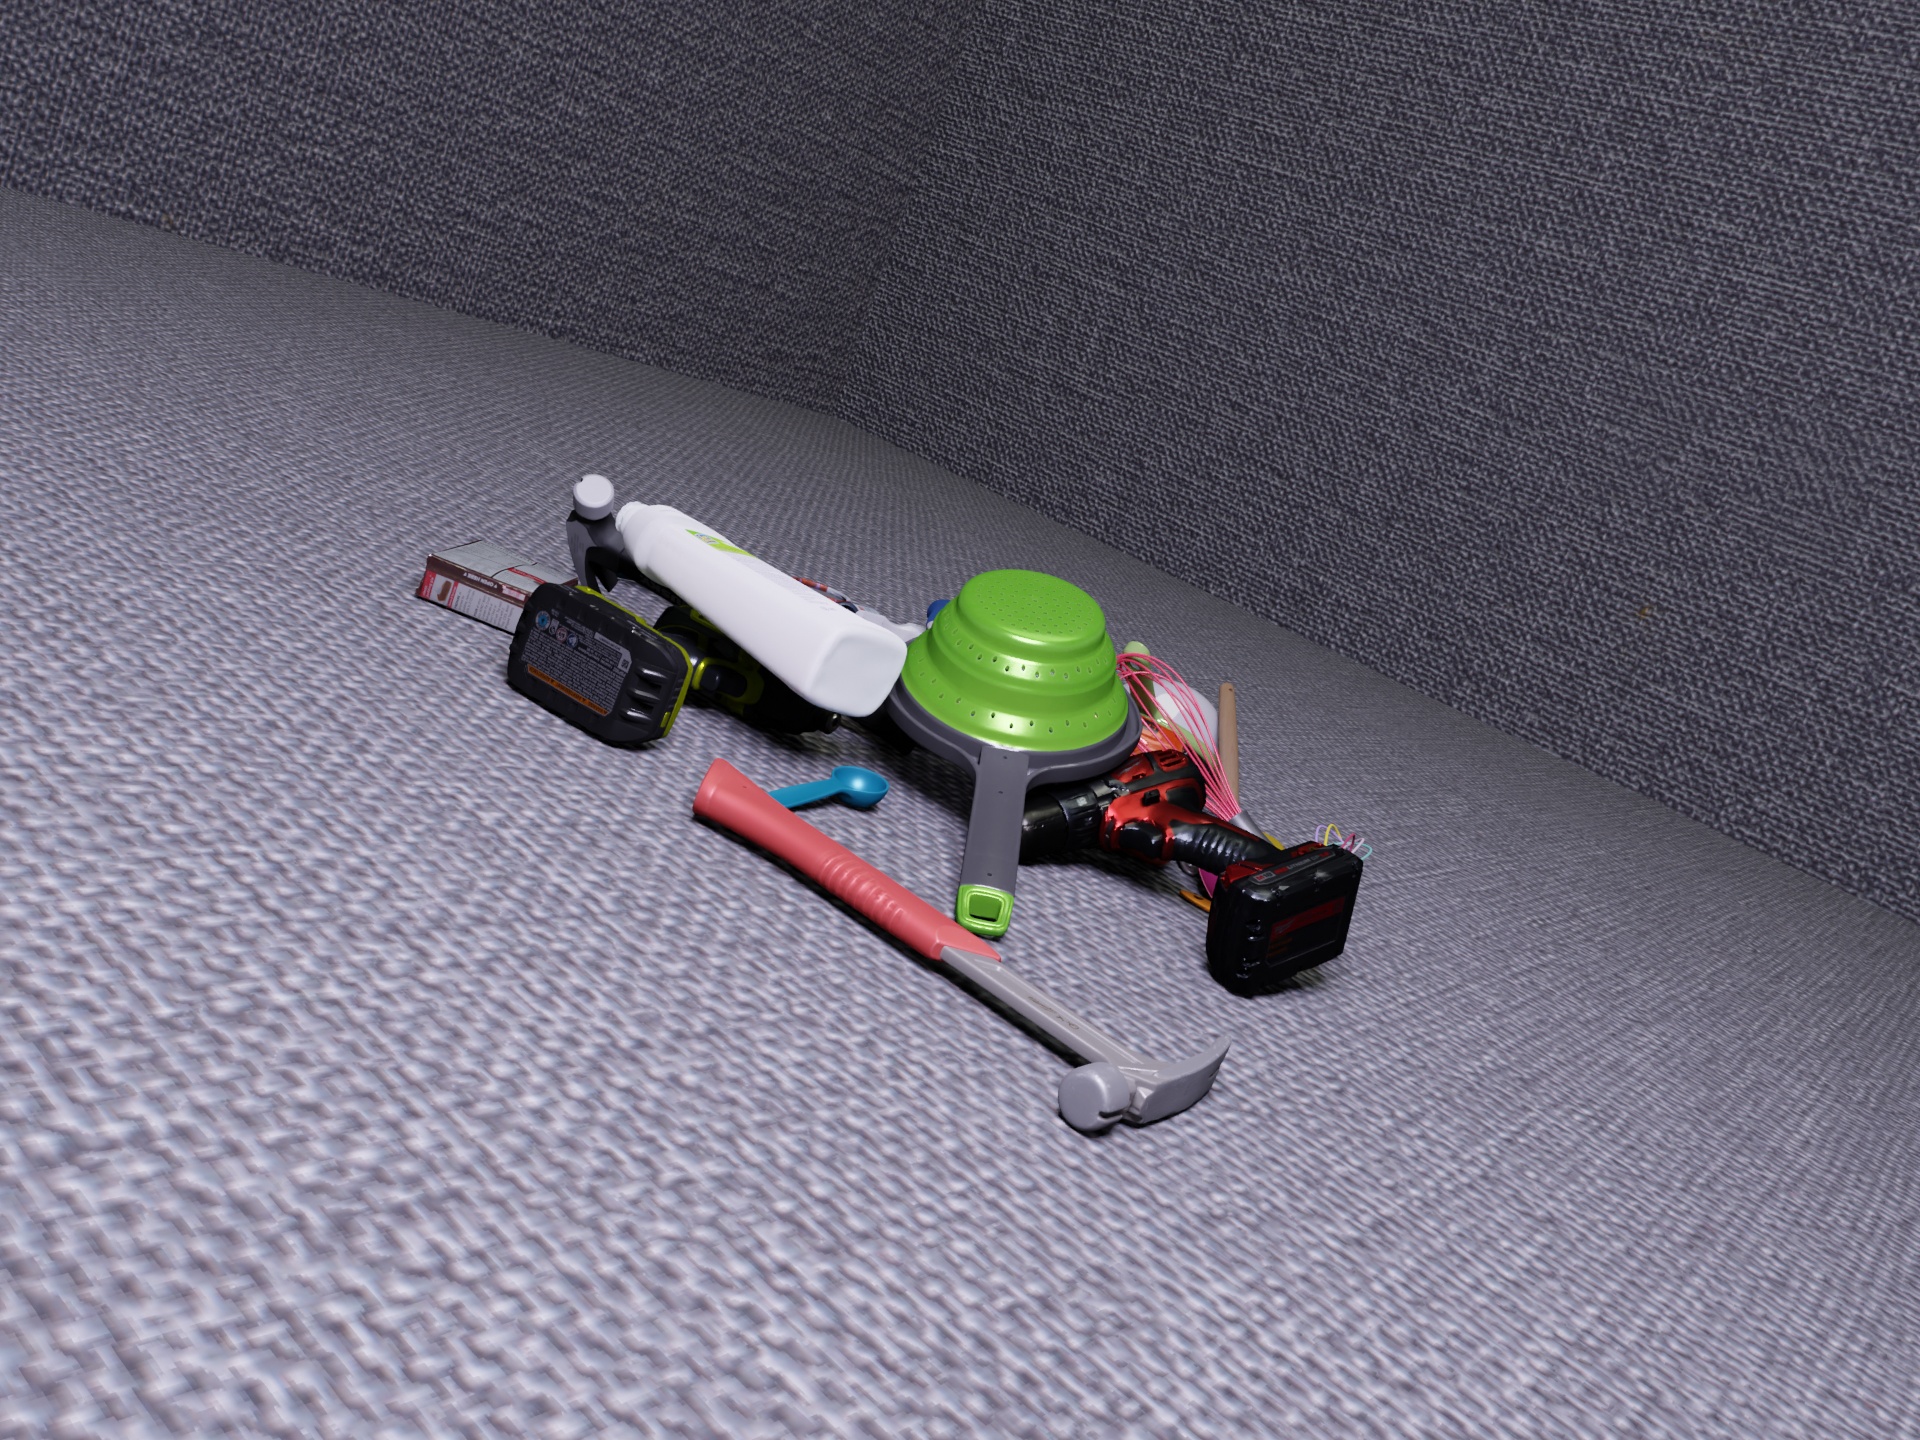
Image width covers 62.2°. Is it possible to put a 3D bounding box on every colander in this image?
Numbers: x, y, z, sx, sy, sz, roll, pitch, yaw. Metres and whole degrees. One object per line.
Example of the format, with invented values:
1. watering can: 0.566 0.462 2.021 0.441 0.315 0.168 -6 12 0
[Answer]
1. colander: 0.038 -0.005 1.120 0.204 0.094 0.397 12 33 -1

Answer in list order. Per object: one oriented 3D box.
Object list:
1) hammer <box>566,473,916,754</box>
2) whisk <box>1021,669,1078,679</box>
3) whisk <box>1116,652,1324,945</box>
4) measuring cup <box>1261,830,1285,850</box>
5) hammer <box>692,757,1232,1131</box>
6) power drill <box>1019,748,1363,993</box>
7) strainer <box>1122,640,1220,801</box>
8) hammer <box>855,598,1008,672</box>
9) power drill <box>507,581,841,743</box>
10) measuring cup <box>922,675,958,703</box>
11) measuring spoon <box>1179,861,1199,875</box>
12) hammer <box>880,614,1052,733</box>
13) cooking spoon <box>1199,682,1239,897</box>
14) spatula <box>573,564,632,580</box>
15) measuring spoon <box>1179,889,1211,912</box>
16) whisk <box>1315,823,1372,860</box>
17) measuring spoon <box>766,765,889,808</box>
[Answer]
1. hammer: -0.178 -0.070 1.306 0.335 0.035 0.146 32 -30 4
2. whisk: 0.104 -0.025 1.527 0.070 0.070 0.284 27 -3 21
3. whisk: 0.205 0.062 1.254 0.296 0.073 0.073 54 25 20
4. measuring cup: 0.234 0.114 1.331 0.062 0.029 0.156 27 13 21
5. hammer: -0.019 0.117 0.918 0.359 0.036 0.149 30 16 31
6. power drill: 0.146 0.098 1.123 0.188 0.080 0.227 -14 32 -34
7. strainer: 0.182 -0.022 1.442 0.151 0.069 0.256 25 -19 23
8. hammer: -0.014 -0.081 1.479 0.144 0.035 0.405 14 8 0
9. power drill: -0.200 -0.035 1.155 0.171 0.080 0.223 28 12 25
10. measuring cup: -0.054 -0.035 1.393 0.095 0.052 0.174 6 16 -16
11. measuring spoon: 0.187 0.107 1.336 0.034 0.018 0.124 23 20 -4
12. hammer: 0.021 -0.029 1.561 0.128 0.033 0.331 12 16 -31
13. cooking spoon: 0.229 0.059 1.352 0.068 0.017 0.319 26 34 -9
14. spatula: -0.222 -0.113 1.387 0.082 0.044 0.318 10 9 -46
15. measuring spoon: 0.219 0.152 1.200 0.117 0.011 0.021 25 14 16
16. whisk: 0.314 0.137 1.356 0.051 0.047 0.245 13 15 18
17. measuring spoon: -0.099 0.055 1.090 0.042 0.021 0.128 29 24 31
